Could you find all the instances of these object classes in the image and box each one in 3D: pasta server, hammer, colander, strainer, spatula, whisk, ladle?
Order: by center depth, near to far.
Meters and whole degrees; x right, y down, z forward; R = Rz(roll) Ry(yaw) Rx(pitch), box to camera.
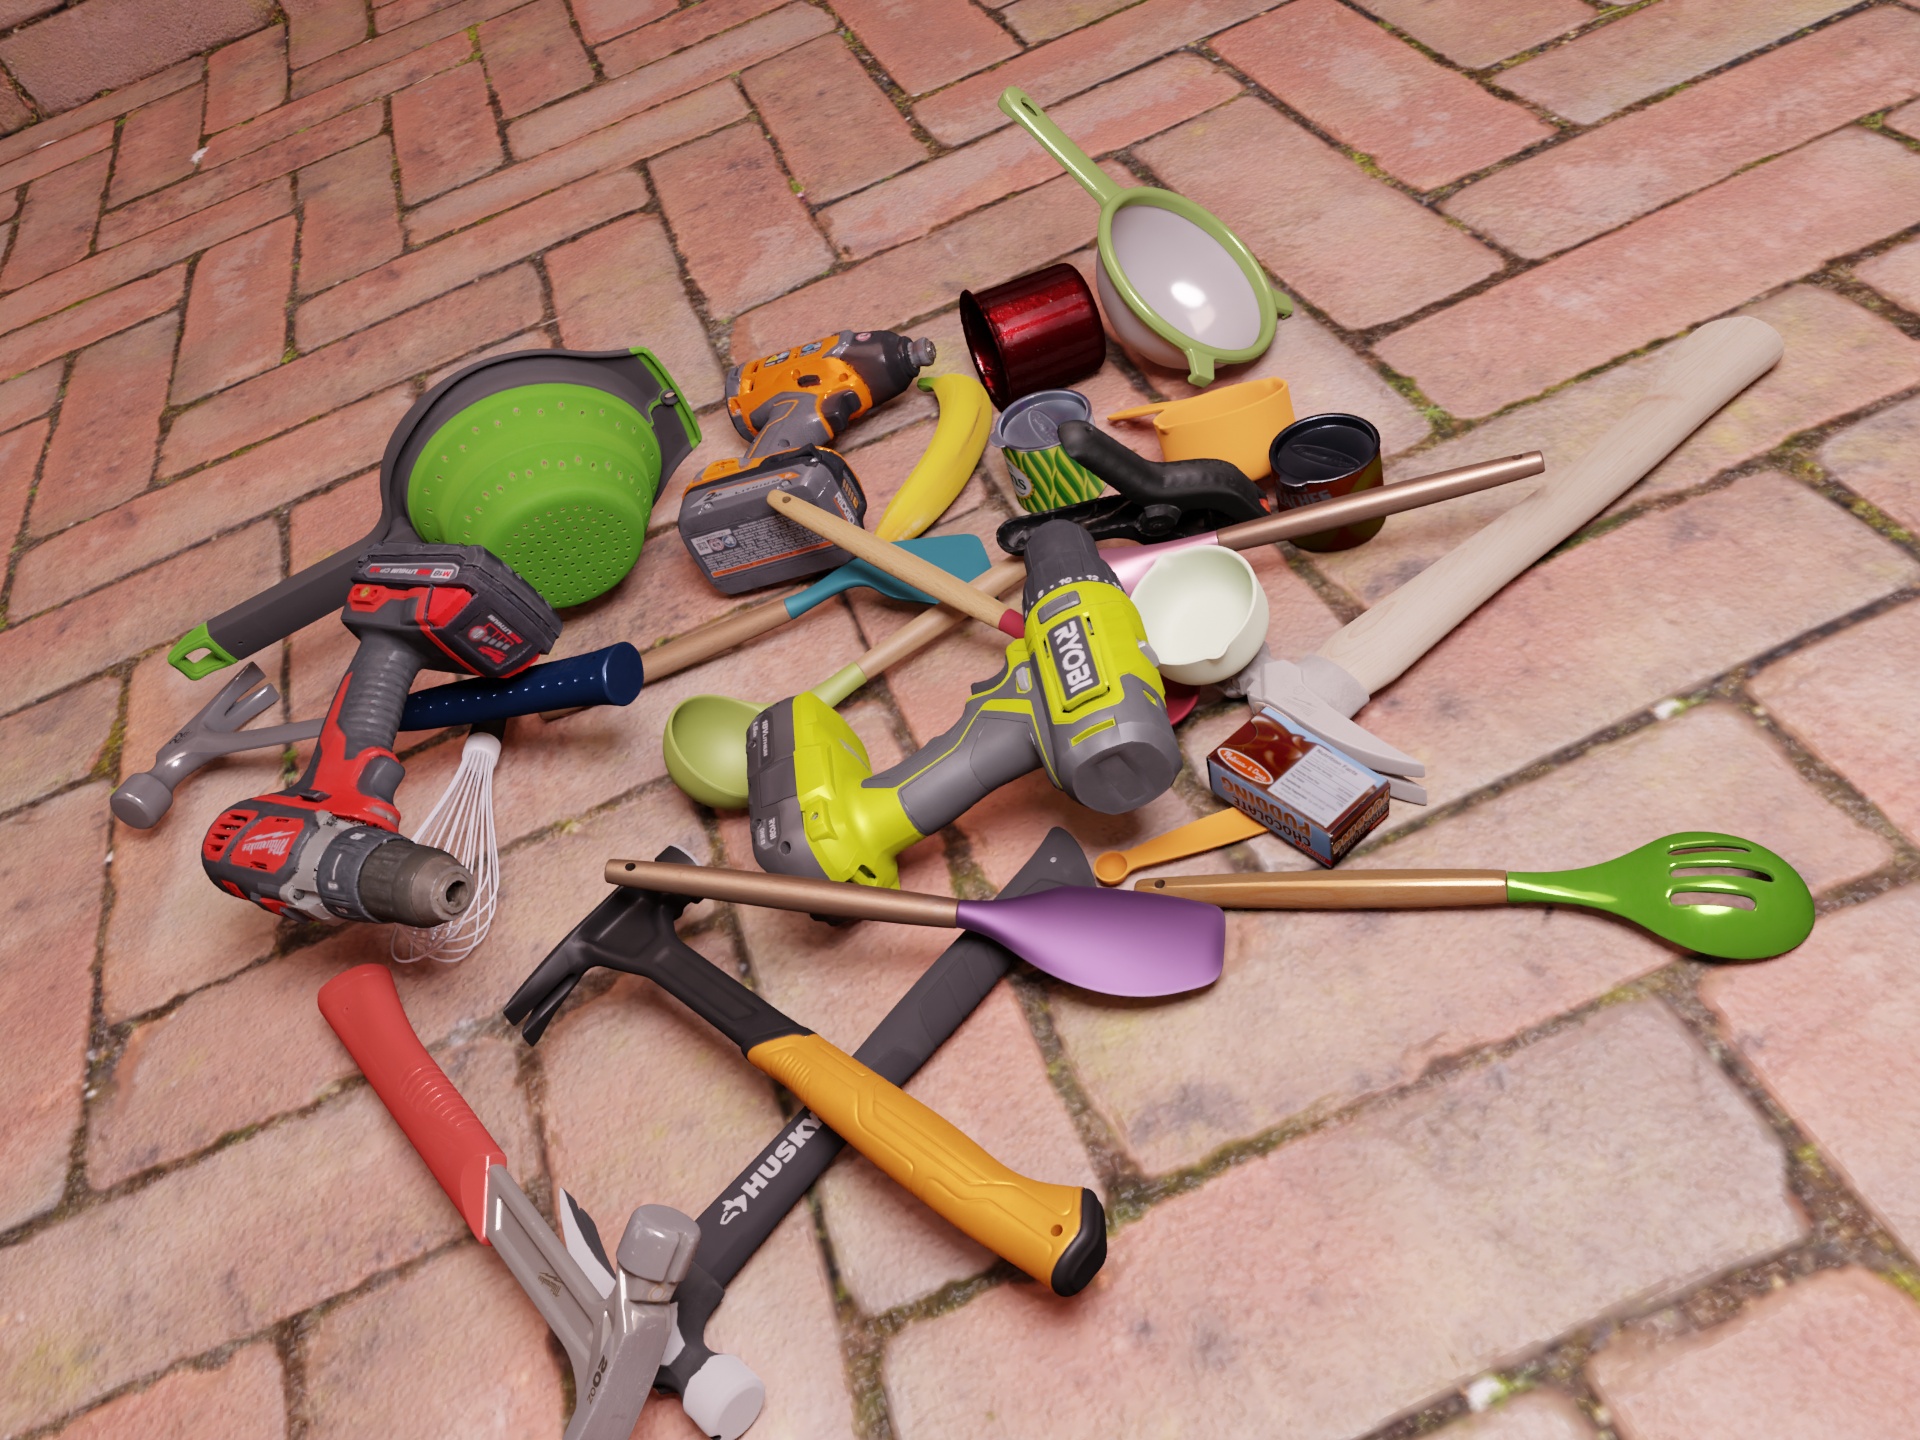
[{"bbox_3d":[-0.074,0.170,0.747,0.337,0.034,0.127,25,59,36],"label":"hammer"},{"bbox_3d":[-0.049,0.174,0.784,0.146,0.035,0.335,26,60,38],"label":"hammer"},{"bbox_3d":[-0.249,0.226,0.789,0.359,0.036,0.149,27,95,47],"label":"hammer"},{"bbox_3d":[-0.027,0.096,0.797,0.316,0.018,0.060,7,53,8],"label":"spatula"},{"bbox_3d":[0.339,-0.110,0.910,0.410,0.038,0.146,-37,47,-16],"label":"hammer"},{"bbox_3d":[0.182,-0.107,0.942,0.316,0.040,0.060,-13,44,18],"label":"pasta server"},{"bbox_3d":[0.005,-0.072,0.961,0.316,0.031,0.069,30,66,23],"label":"ladle"},{"bbox_3d":[-0.041,-0.049,0.979,0.320,0.062,0.078,-34,73,-13],"label":"ladle"},{"bbox_3d":[-0.309,0.041,1.008,0.070,0.070,0.285,-14,40,9],"label":"whisk"},{"bbox_3d":[-0.377,-0.007,1.042,0.405,0.035,0.144,-8,37,26],"label":"hammer"},{"bbox_3d":[-0.133,-0.056,1.055,0.317,0.044,0.082,-21,45,7],"label":"spatula"},{"bbox_3d":[-0.352,-0.105,1.082,0.397,0.204,0.095,-28,58,0],"label":"colander"},{"bbox_3d":[0.109,-0.335,1.126,0.256,0.069,0.151,46,48,0],"label":"strainer"}]

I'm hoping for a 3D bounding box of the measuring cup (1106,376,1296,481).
[{"bbox_3d":[0.153,-0.186,1.056,0.095,0.052,0.174,-27,18,-22],"label":"measuring cup"}]

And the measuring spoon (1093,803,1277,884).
[{"bbox_3d":[0.127,0.064,0.843,0.117,0.011,0.021,-19,47,-2],"label":"measuring spoon"}]

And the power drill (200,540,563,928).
[{"bbox_3d":[-0.315,0.013,0.907,0.188,0.080,0.227,6,63,32],"label":"power drill"}]

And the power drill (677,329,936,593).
[{"bbox_3d":[-0.104,-0.200,1.136,0.164,0.084,0.227,-13,40,20],"label":"power drill"}]

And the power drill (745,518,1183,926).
[{"bbox_3d":[-0.001,-0.003,0.865,0.228,0.080,0.191,-28,43,16],"label":"power drill"}]

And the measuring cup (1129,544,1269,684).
[{"bbox_3d":[0.097,-0.031,0.889,0.167,0.038,0.083,-34,49,14],"label":"measuring cup"}]

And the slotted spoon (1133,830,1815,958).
[{"bbox_3d":[0.237,0.082,0.768,0.314,0.031,0.070,-3,47,21],"label":"slotted spoon"}]
